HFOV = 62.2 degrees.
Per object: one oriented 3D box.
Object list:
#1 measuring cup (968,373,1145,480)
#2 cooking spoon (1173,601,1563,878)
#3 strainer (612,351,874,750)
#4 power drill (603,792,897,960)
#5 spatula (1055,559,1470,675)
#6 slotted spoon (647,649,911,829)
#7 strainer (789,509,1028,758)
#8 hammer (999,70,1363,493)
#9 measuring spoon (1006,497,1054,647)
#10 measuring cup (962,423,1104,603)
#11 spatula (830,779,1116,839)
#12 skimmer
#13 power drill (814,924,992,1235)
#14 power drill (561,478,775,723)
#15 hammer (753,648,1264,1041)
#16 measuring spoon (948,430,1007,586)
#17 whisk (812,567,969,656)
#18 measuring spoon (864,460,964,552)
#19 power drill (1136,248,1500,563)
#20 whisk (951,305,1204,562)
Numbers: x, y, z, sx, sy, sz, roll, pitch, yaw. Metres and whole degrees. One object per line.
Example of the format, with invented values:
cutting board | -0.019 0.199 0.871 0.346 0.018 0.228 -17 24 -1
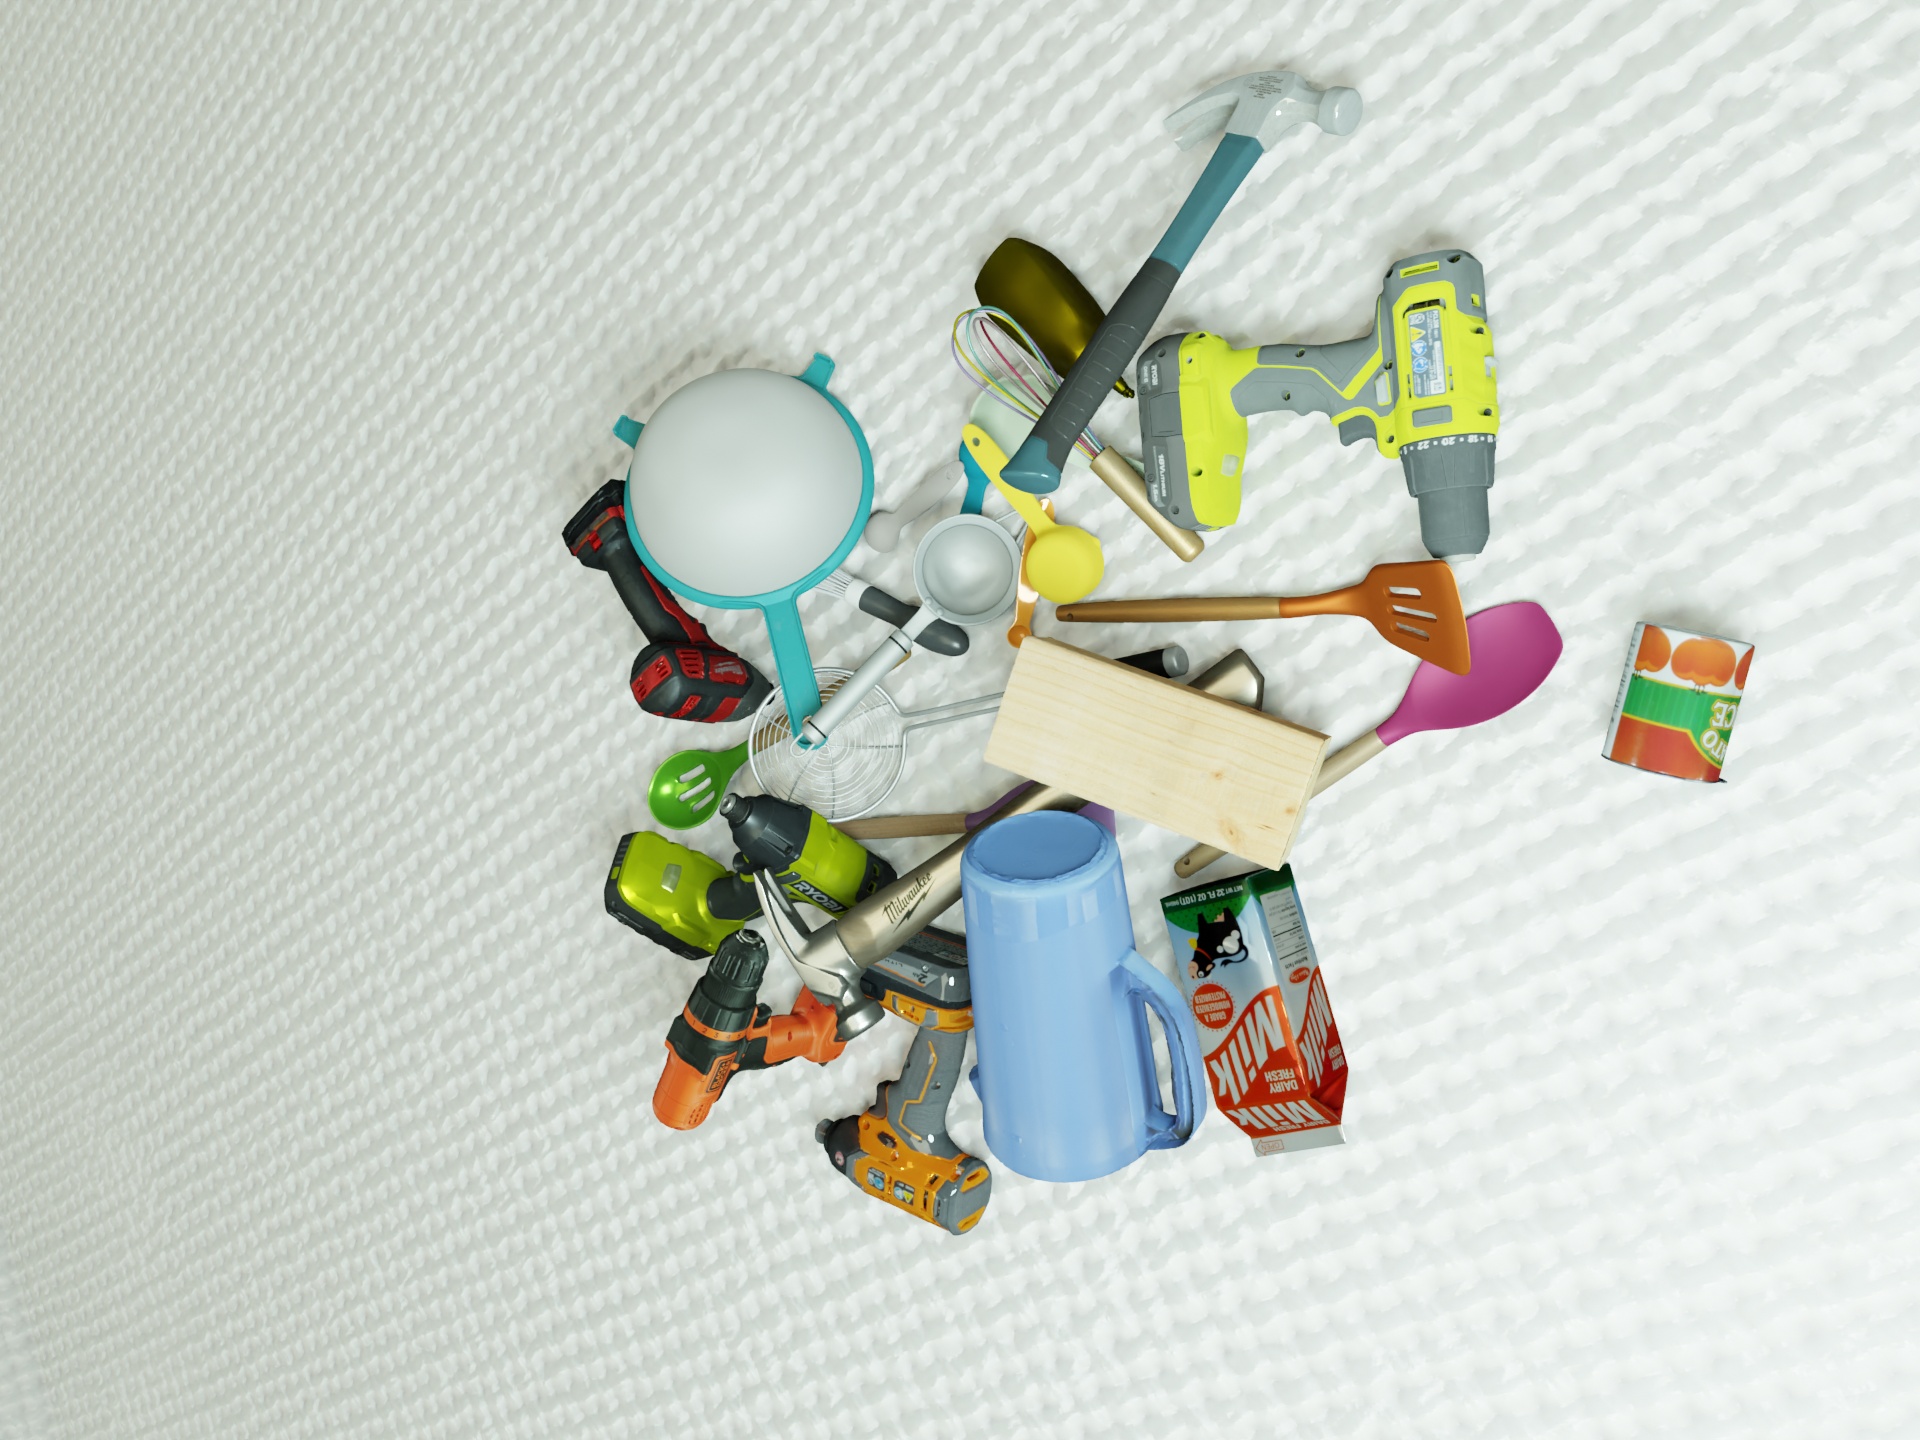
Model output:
measuring cup | 0.087 -0.202 1.185 0.168 0.038 0.083 25 110 16
cooking spoon | 0.265 0.025 1.076 0.319 0.017 0.069 -39 57 31
strainer | -0.163 -0.144 1.251 0.211 0.095 0.341 -17 71 3
power drill | -0.186 0.126 1.320 0.223 0.171 0.080 -19 47 39
spatula | 0.198 -0.074 1.103 0.323 0.041 0.081 1 120 38
slotted spoon | -0.158 0.011 1.373 0.313 0.031 0.070 -31 76 31
strainer | -0.041 -0.068 1.224 0.087 0.050 0.258 45 83 -10
hammer | 0.131 -0.294 1.072 0.128 0.033 0.331 32 89 41
measuring spoon | 0.055 -0.113 1.222 0.021 0.011 0.117 11 99 -2
measuring cup | 0.046 -0.153 1.181 0.062 0.029 0.156 -34 97 34
spatula | -0.014 0.081 1.279 0.316 0.018 0.060 -7 88 34
skimmer | -0.002 -0.004 1.220 0.363 0.090 0.127 -13 94 35
power drill | -0.047 0.282 1.280 0.164 0.084 0.226 13 104 35
power drill | -0.243 -0.093 1.365 0.078 0.143 0.220 -40 64 26
hammer | 0.037 0.068 1.159 0.410 0.038 0.146 -35 83 14
measuring spoon | 0.004 -0.167 1.248 0.042 0.021 0.128 22 105 33
whisk | -0.108 -0.117 1.313 0.285 0.070 0.070 27 108 26
measuring spoon | -0.040 -0.173 1.270 0.124 0.018 0.034 -34 73 42
power drill | 0.239 -0.190 1.048 0.228 0.080 0.190 -4 91 33
whisk | 0.087 -0.208 1.142 0.245 0.047 0.051 46 124 3
